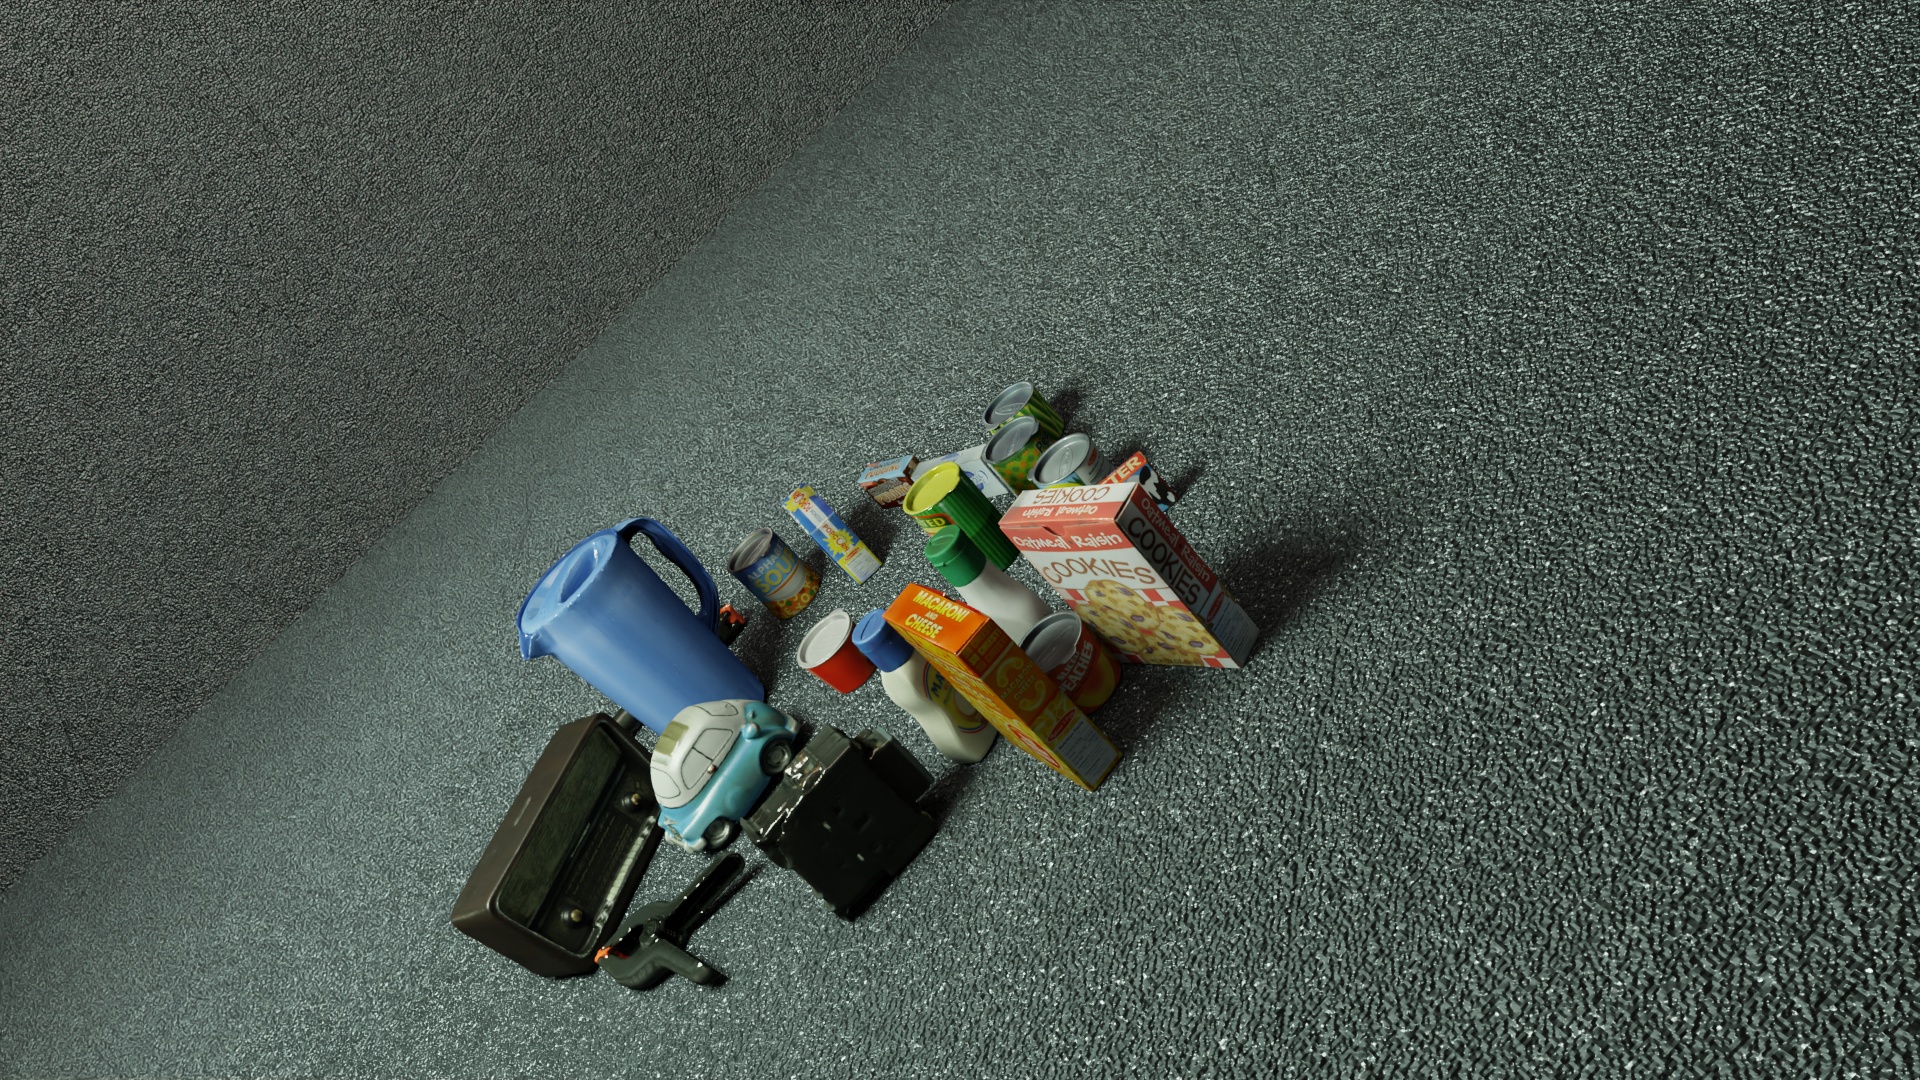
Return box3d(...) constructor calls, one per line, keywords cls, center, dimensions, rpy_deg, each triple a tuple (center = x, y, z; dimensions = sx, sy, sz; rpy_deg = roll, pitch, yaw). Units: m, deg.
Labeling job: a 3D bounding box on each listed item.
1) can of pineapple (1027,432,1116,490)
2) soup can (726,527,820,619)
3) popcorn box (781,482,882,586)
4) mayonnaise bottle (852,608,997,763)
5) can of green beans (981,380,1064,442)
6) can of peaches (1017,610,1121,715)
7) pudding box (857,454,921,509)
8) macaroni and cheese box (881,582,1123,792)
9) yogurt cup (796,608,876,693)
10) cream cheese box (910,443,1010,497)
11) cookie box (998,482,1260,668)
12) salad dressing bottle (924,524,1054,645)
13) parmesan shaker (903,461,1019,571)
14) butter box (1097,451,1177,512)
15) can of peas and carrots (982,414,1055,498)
box3d(cls="can of pineapple", center=(0.108, -0.057, 1.289), dimensions=(0.071, 0.057, 0.071), rpy_deg=(-32, 29, 20))
box3d(cls="soup can", center=(-0.205, 0.037, 1.536), dimensions=(0.071, 0.083, 0.072), rpy_deg=(-32, 29, 20))
box3d(cls="popcorn box", center=(-0.141, -0.008, 1.517), dimensions=(0.038, 0.085, 0.127), rpy_deg=(-44, 27, -3))
box3d(cls="mayonnaise bottle", center=(-0.027, 0.115, 1.120), dimensions=(0.041, 0.147, 0.065), rpy_deg=(-15, 38, 42))
box3d(cls="can of green beans", center=(0.065, -0.123, 1.440), dimensions=(0.071, 0.057, 0.071), rpy_deg=(-32, 29, 20))
box3d(cls="can of peaches", center=(0.085, 0.099, 1.093), dimensions=(0.071, 0.058, 0.071), rpy_deg=(-32, 29, 20))
box3d(cls="pudding box", center=(-0.069, -0.065, 1.542), dimensions=(0.083, 0.049, 0.030), rpy_deg=(-7, 43, 48))
box3d(cls="macaroni and cheese box", center=(0.030, 0.107, 1.036), dimensions=(0.040, 0.166, 0.124), rpy_deg=(-49, 28, -12))
box3d(cls="yogurt cup", center=(-0.116, 0.111, 1.346), dimensions=(0.072, 0.054, 0.073), rpy_deg=(-32, 29, 20))
box3d(cls="cream cheese box", center=(0.003, -0.065, 1.444), dimensions=(0.103, 0.053, 0.024), rpy_deg=(-13, 39, 44))
box3d(cls="cookie box", center=(0.124, 0.029, 1.025), dimensions=(0.123, 0.167, 0.040), rpy_deg=(-3, 47, 51))
box3d(cls="salad dressing bottle", center=(0.029, 0.048, 1.143), dimensions=(0.064, 0.147, 0.044), rpy_deg=(-12, 40, 45))
box3d(cls="parmesan shaker", center=(0.005, -0.017, 1.317), dimensions=(0.071, 0.103, 0.072), rpy_deg=(-32, 29, 20))
box3d(cls="butter box", center=(0.134, -0.025, 1.214), dimensions=(0.103, 0.053, 0.024), rpy_deg=(-39, 27, 7))
box3d(cls="can of peas and carrots", center=(0.067, -0.083, 1.379), dimensions=(0.071, 0.058, 0.071), rpy_deg=(-32, 29, 20))
